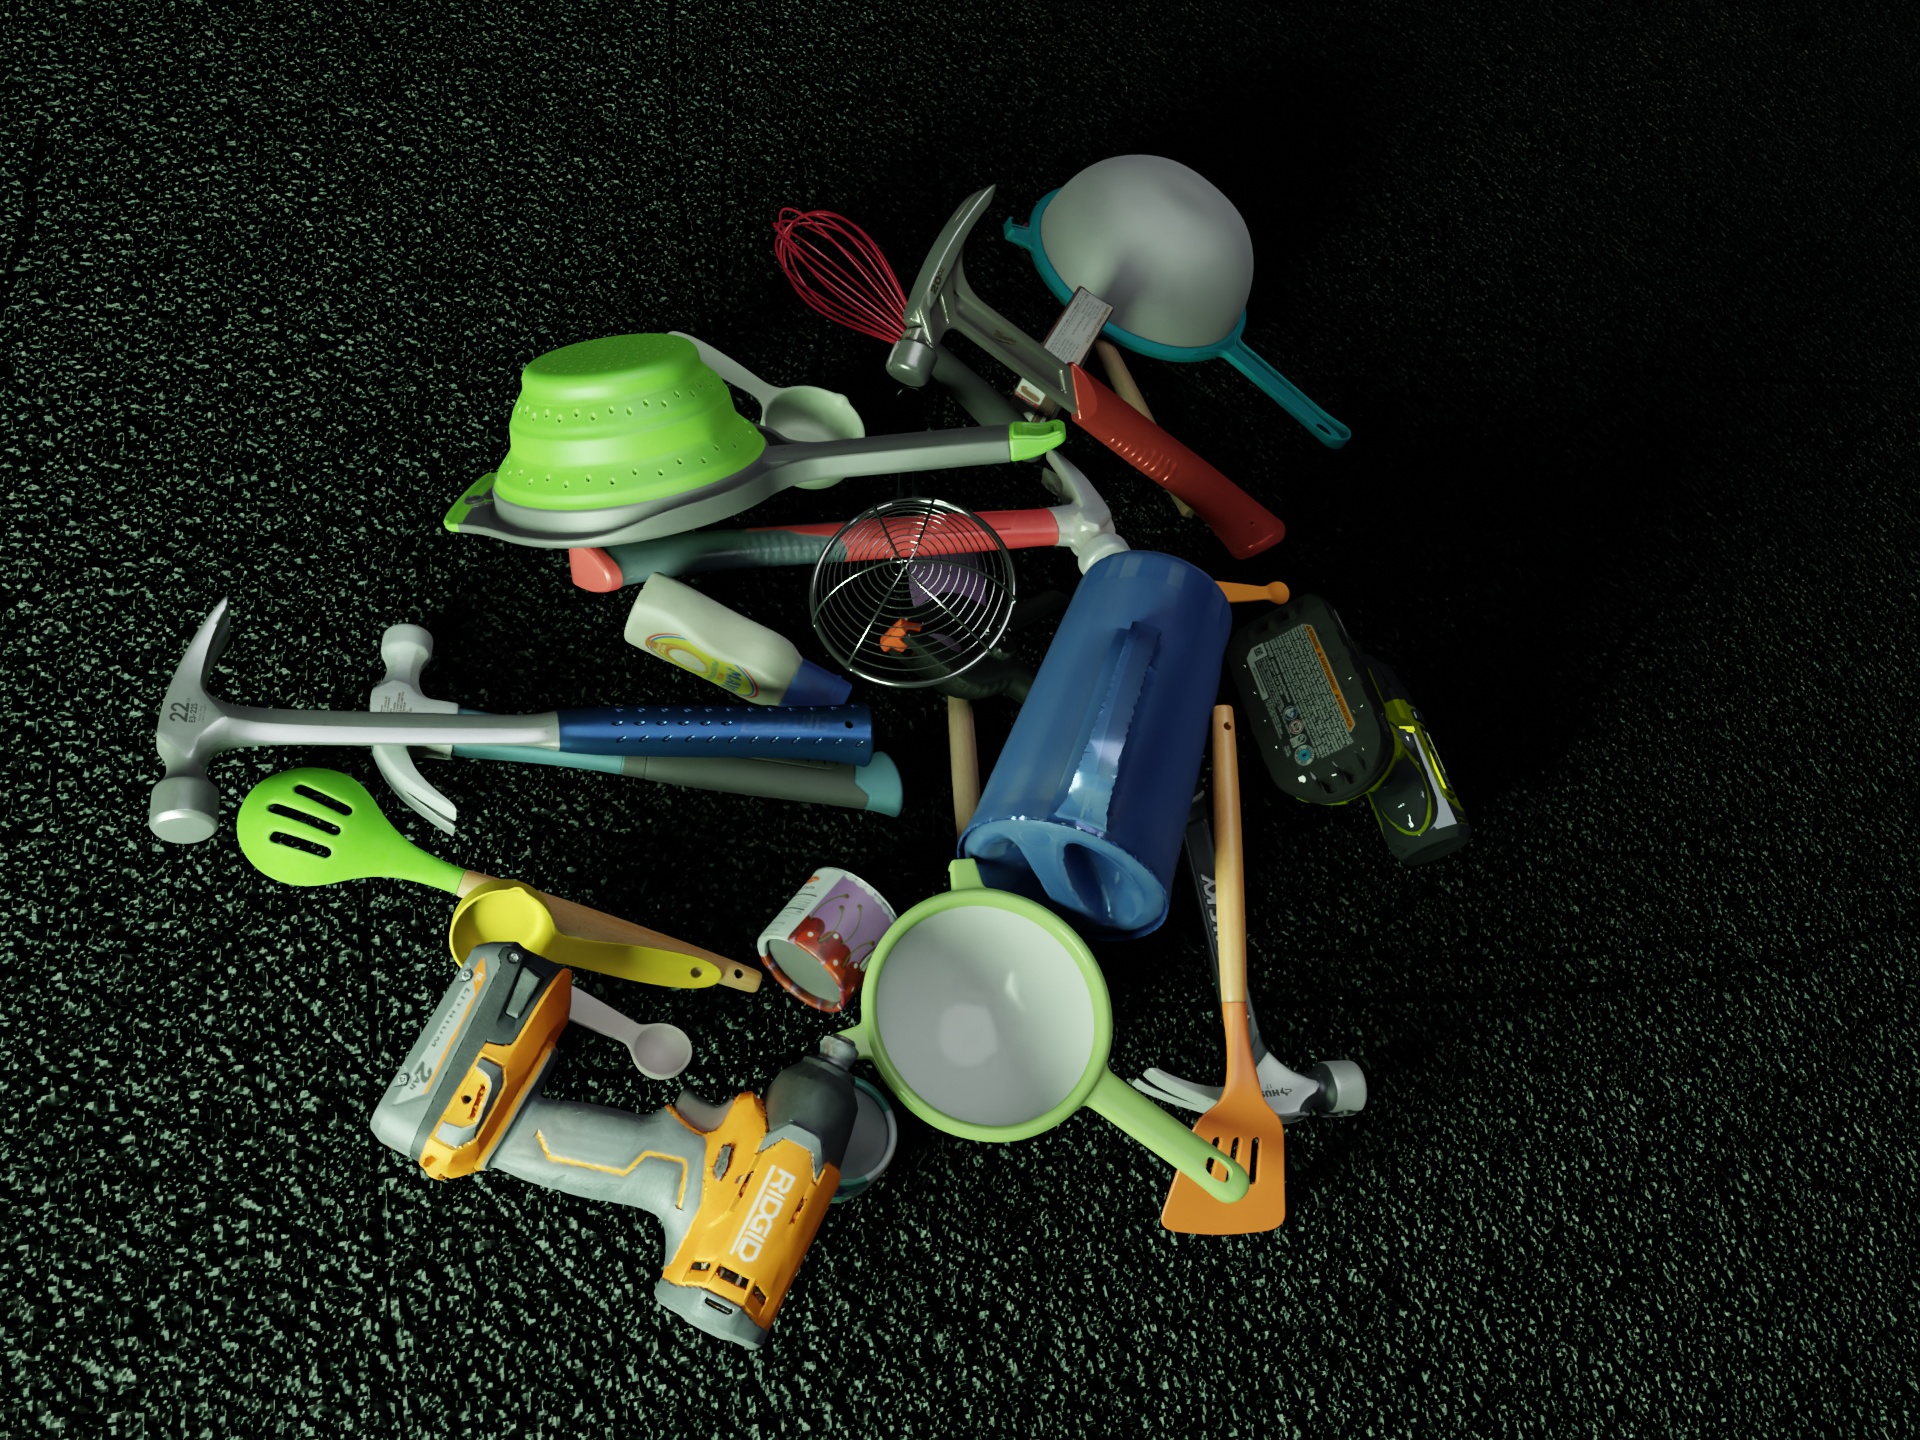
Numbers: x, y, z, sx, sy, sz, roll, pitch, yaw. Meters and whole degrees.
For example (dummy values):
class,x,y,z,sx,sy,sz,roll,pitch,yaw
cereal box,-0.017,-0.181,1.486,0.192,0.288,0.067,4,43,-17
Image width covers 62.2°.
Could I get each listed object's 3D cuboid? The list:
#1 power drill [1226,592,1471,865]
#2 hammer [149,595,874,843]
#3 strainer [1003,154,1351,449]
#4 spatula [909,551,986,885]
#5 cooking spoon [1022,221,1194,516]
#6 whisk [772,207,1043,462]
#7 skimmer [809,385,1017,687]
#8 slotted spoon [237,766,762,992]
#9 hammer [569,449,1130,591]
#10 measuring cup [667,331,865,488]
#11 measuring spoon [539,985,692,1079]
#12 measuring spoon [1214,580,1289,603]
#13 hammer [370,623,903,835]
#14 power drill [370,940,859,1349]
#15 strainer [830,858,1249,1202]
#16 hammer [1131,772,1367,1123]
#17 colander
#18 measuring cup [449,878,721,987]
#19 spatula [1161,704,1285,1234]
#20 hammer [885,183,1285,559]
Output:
class,x,y,z,sx,sy,sz,roll,pitch,yaw
power drill,0.270,0.001,1.096,0.223,0.080,0.171,23,44,-55
hammer,-0.251,0.000,0.945,0.405,0.035,0.144,1,58,-21
strainer,0.215,-0.369,1.341,0.340,0.095,0.211,44,49,9
spatula,-0.002,-0.003,1.091,0.059,0.018,0.316,9,56,-20
cooking spoon,0.125,-0.299,1.322,0.068,0.017,0.319,-8,62,-30
whisk,-0.041,-0.298,1.221,0.073,0.073,0.296,-35,72,-33
skimmer,-0.032,-0.140,1.082,0.127,0.090,0.364,-7,27,2
slotted spoon,-0.264,0.100,0.924,0.313,0.031,0.070,21,68,-9
hammer,-0.080,-0.136,1.123,0.386,0.038,0.143,-6,41,-18
measuring cup,-0.148,-0.229,1.167,0.167,0.038,0.083,34,54,5
measuring spoon,-0.211,0.172,0.910,0.124,0.018,0.034,26,41,5
measuring spoon,0.205,-0.102,1.233,0.117,0.011,0.021,0,60,-20
hammer,-0.197,0.021,0.995,0.331,0.033,0.128,8,56,-16
power drill,-0.169,0.205,0.840,0.226,0.084,0.164,28,69,0
strainer,0.053,0.210,0.945,0.256,0.069,0.151,35,59,2
hammer,0.155,0.075,1.091,0.149,0.036,0.409,1,59,-19
colander,-0.134,-0.196,1.009,0.397,0.094,0.205,-5,27,4
measuring cup,-0.214,0.129,0.914,0.156,0.062,0.029,15,12,-23
spatula,0.164,0.150,0.982,0.081,0.041,0.323,4,76,-15
hammer,0.113,-0.231,1.175,0.358,0.037,0.149,30,79,-29
